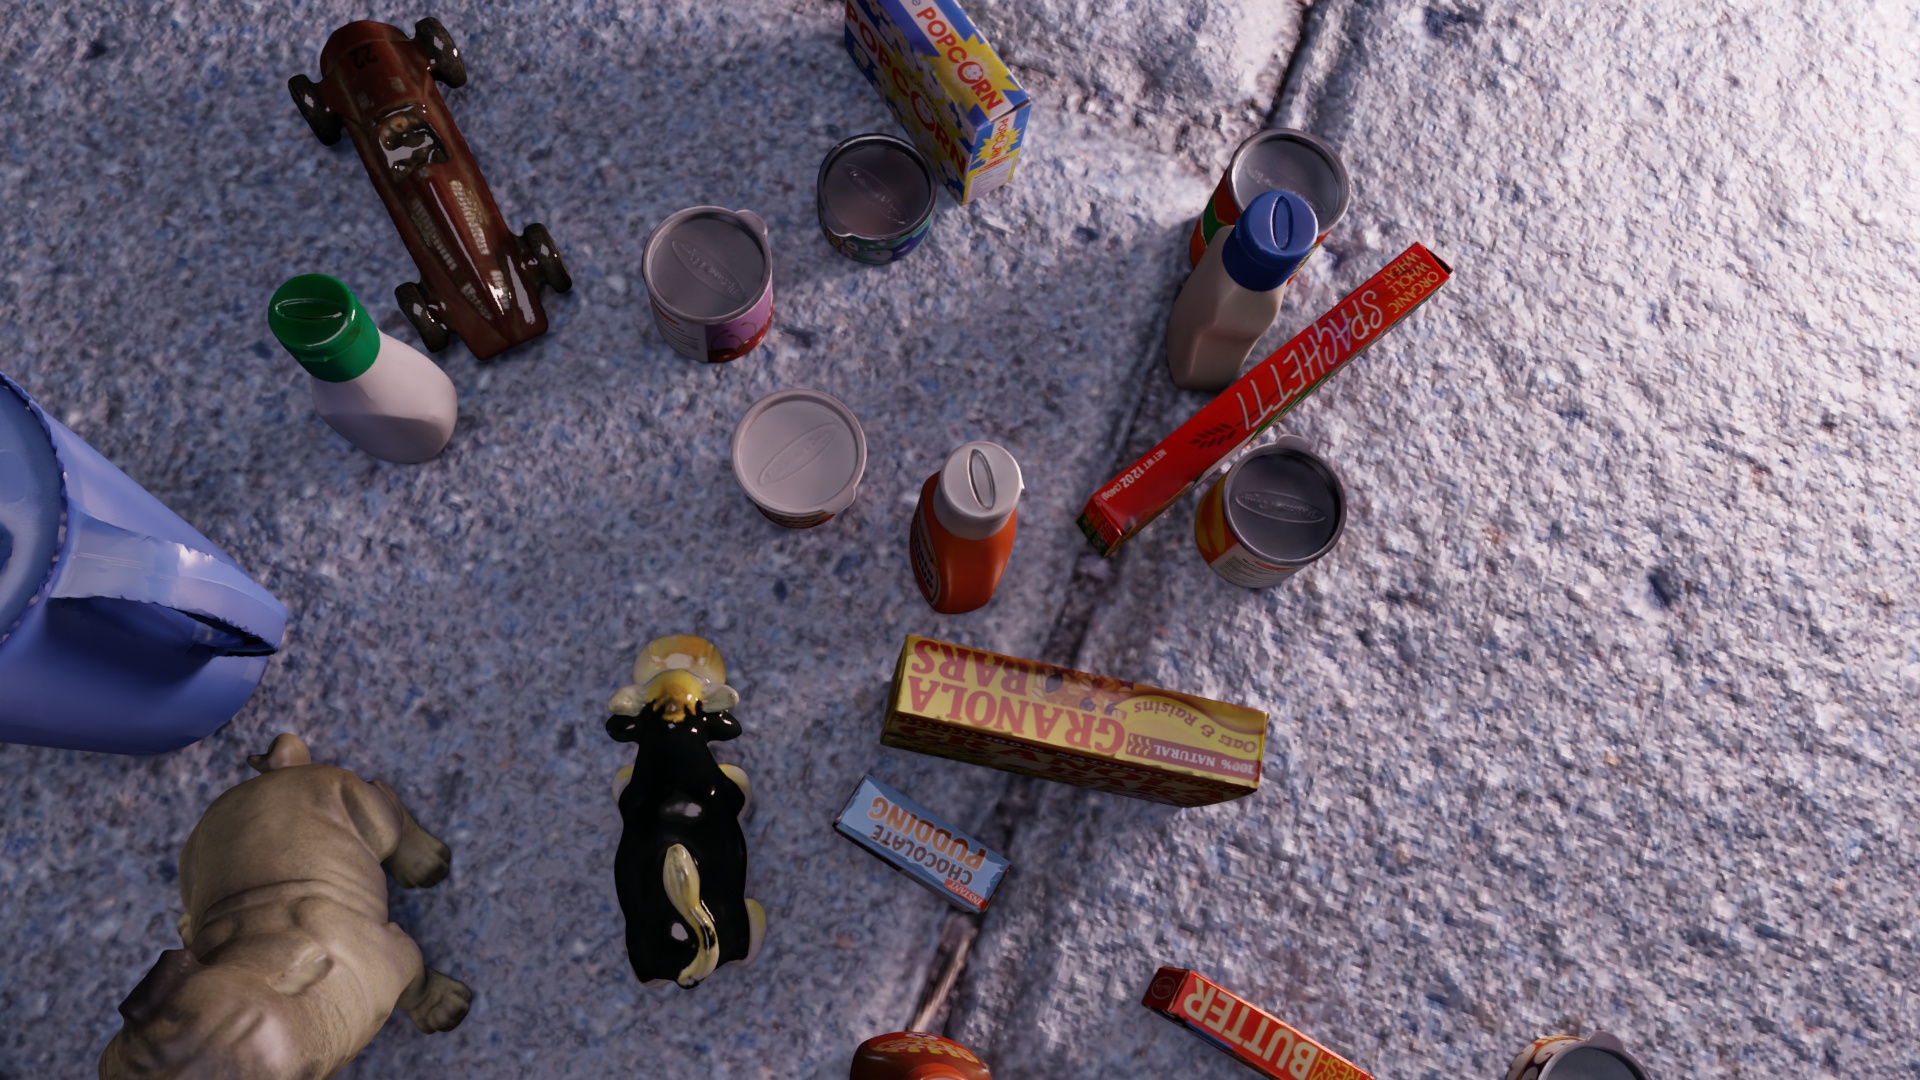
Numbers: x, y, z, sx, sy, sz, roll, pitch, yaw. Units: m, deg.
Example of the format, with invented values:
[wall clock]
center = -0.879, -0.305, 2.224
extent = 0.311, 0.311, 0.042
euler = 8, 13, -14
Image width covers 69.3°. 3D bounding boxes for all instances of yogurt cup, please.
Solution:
[yogurt cup]
center = -0.084, -0.039, 0.719
extent = 0.072, 0.053, 0.072
euler = 2, 75, -6

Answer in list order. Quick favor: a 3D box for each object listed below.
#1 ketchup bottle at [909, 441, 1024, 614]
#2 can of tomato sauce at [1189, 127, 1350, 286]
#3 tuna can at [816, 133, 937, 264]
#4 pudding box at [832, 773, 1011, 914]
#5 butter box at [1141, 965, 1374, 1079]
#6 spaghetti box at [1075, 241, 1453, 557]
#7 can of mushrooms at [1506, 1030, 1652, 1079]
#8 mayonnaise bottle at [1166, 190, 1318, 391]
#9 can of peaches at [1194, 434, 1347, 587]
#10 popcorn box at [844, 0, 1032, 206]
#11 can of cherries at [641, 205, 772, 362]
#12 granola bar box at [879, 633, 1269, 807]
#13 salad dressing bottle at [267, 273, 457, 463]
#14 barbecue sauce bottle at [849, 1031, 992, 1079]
[ketchup bottle]
center = 0.002, -0.008, 0.671
extent = 0.043, 0.148, 0.065
euler = -11, 77, -9
[can of tomato sauce]
center = 0.169, -0.176, 0.770
extent = 0.071, 0.083, 0.071
euler = 2, 75, -6
[tuna can]
center = -0.049, -0.188, 0.775
extent = 0.071, 0.032, 0.071
euler = 2, 75, -6
[pudding box]
center = -0.020, 0.149, 0.677
extent = 0.084, 0.049, 0.030
euler = 31, 74, 3
[butter box]
center = 0.142, 0.241, 0.668
extent = 0.103, 0.053, 0.024
euler = 30, 74, 2
[spaghetti box]
center = 0.167, -0.079, 0.760
extent = 0.251, 0.050, 0.029
euler = -38, 82, -14
[can of mushrooms]
center = 0.308, 0.278, 0.687
extent = 0.071, 0.033, 0.071
euler = 2, 75, -6
[mayonnaise bottle]
center = 0.143, -0.129, 0.720
extent = 0.041, 0.147, 0.065
euler = 5, 75, -5
[can of peaches]
center = 0.164, -0.014, 0.738
extent = 0.071, 0.058, 0.071
euler = 2, 75, -6
[popcorn box]
center = -0.016, -0.261, 0.771
extent = 0.038, 0.085, 0.127
euler = -33, 81, -13
[can of cherries]
center = -0.131, -0.136, 0.739
extent = 0.071, 0.058, 0.071
euler = 2, 75, -6
[granola bar box]
center = 0.047, 0.091, 0.662
extent = 0.166, 0.124, 0.039
euler = 12, 74, -3
[salad dressing bottle]
center = -0.283, -0.079, 0.660
extent = 0.064, 0.147, 0.044
euler = 1, 75, -6
[barbecue sauce bottle]
center = -0.015, 0.242, 0.601
extent = 0.065, 0.148, 0.044
euler = 8, 75, -4
